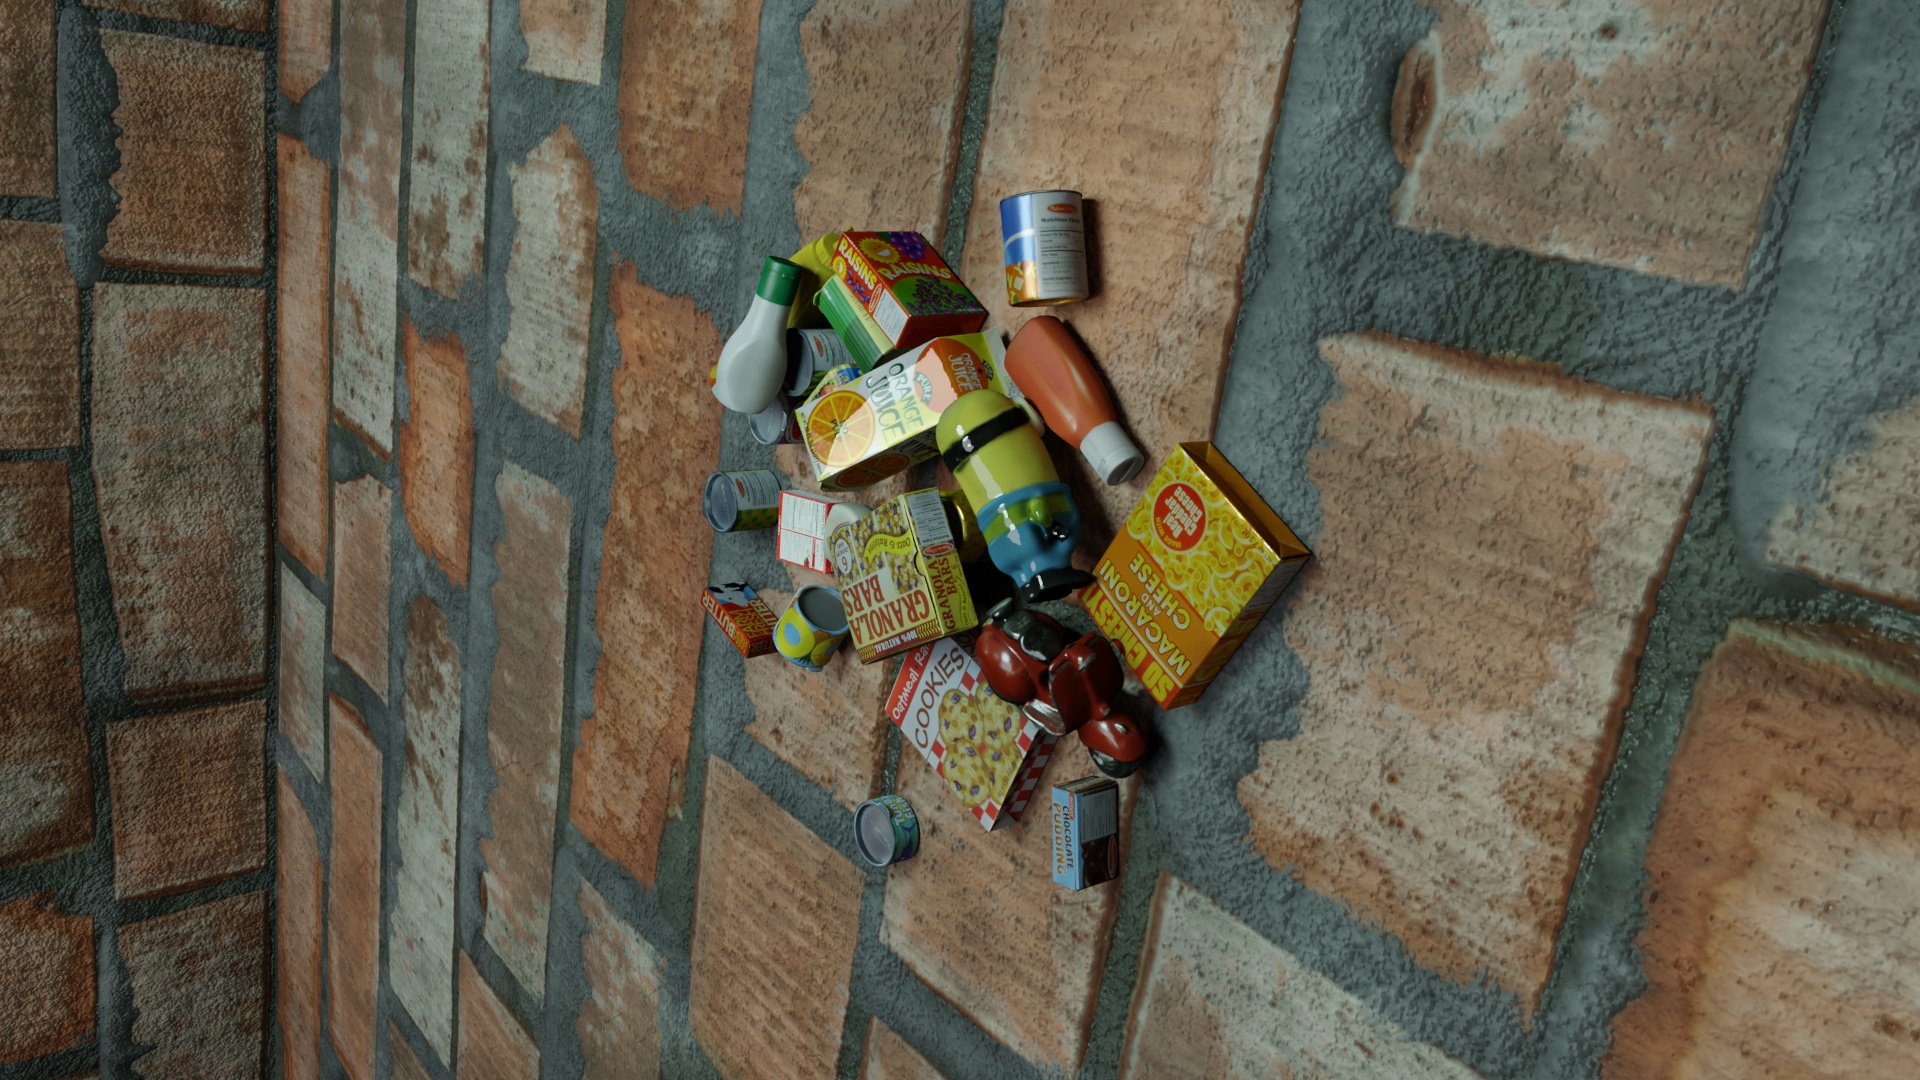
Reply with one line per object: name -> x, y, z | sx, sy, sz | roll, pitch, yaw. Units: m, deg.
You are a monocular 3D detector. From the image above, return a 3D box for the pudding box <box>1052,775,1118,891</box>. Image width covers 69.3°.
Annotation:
pudding box -> 0.102, 0.240, 1.140 | 0.030, 0.050, 0.083 | 5, 99, 50

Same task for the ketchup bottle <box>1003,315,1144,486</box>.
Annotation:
ketchup bottle -> 0.092, -0.109, 1.112 | 0.149, 0.044, 0.064 | 57, 139, 27

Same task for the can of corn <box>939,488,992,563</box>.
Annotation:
can of corn -> 0.004, -0.015, 1.212 | 0.071, 0.058, 0.071 | 9, 102, 48

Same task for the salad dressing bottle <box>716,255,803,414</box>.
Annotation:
salad dressing bottle -> -0.188, -0.195, 1.320 | 0.044, 0.064, 0.147 | 45, 119, 53

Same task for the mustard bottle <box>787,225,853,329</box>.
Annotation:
mustard bottle -> -0.142, -0.254, 1.356 | 0.159, 0.049, 0.065 | -39, 66, 43

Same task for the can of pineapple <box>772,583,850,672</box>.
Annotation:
can of pineapple -> -0.145, 0.086, 1.391 | 0.071, 0.071, 0.057 | 58, 133, 27

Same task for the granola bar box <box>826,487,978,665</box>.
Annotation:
granola bar box -> -0.056, 0.035, 1.219 | 0.165, 0.039, 0.124 | -27, 78, 58

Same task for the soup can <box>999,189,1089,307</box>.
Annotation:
soup can -> 0.066, -0.231, 1.109 | 0.071, 0.071, 0.083 | -1, 95, 49

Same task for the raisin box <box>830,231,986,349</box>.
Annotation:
raisin box -> -0.047, -0.222, 1.223 | 0.124, 0.086, 0.039 | 54, 136, 30

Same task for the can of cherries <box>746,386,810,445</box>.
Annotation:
can of cherries -> -0.172, -0.128, 1.400 | 0.071, 0.058, 0.071 | 7, 99, 48

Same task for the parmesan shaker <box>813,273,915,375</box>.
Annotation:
parmesan shaker -> -0.081, -0.195, 1.277 | 0.103, 0.071, 0.071 | 57, 133, 26

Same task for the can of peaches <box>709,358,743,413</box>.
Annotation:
can of peaches -> -0.219, -0.175, 1.444 | 0.057, 0.071, 0.071 | -43, 63, 43

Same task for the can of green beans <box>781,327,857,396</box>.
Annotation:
can of green beans -> -0.140, -0.175, 1.357 | 0.071, 0.058, 0.071 | 8, 101, 48

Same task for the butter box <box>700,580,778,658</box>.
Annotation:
butter box -> -0.233, 0.084, 1.500 | 0.104, 0.053, 0.024 | 44, 128, 36

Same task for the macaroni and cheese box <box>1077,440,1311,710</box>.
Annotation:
macaroni and cheese box -> 0.169, 0.027, 1.044 | 0.124, 0.040, 0.165 | 54, 131, 31

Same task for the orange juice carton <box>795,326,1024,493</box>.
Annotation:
orange juice carton -> -0.040, -0.115, 1.210 | 0.192, 0.073, 0.072 | -24, 74, 19

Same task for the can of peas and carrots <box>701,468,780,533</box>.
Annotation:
can of peas and carrots -> -0.233, -0.042, 1.480 | 0.071, 0.059, 0.071 | 9, 102, 49

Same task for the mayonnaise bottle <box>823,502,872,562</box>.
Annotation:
mayonnaise bottle -> -0.073, 0.015, 1.317 | 0.148, 0.041, 0.064 | 29, 115, 44

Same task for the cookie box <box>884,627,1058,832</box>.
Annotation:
cookie box -> 0.010, 0.156, 1.243 | 0.168, 0.040, 0.122 | 44, 126, 35

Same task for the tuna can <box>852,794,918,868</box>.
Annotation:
tuna can -> -0.072, 0.282, 1.357 | 0.071, 0.033, 0.071 | 9, 102, 48
